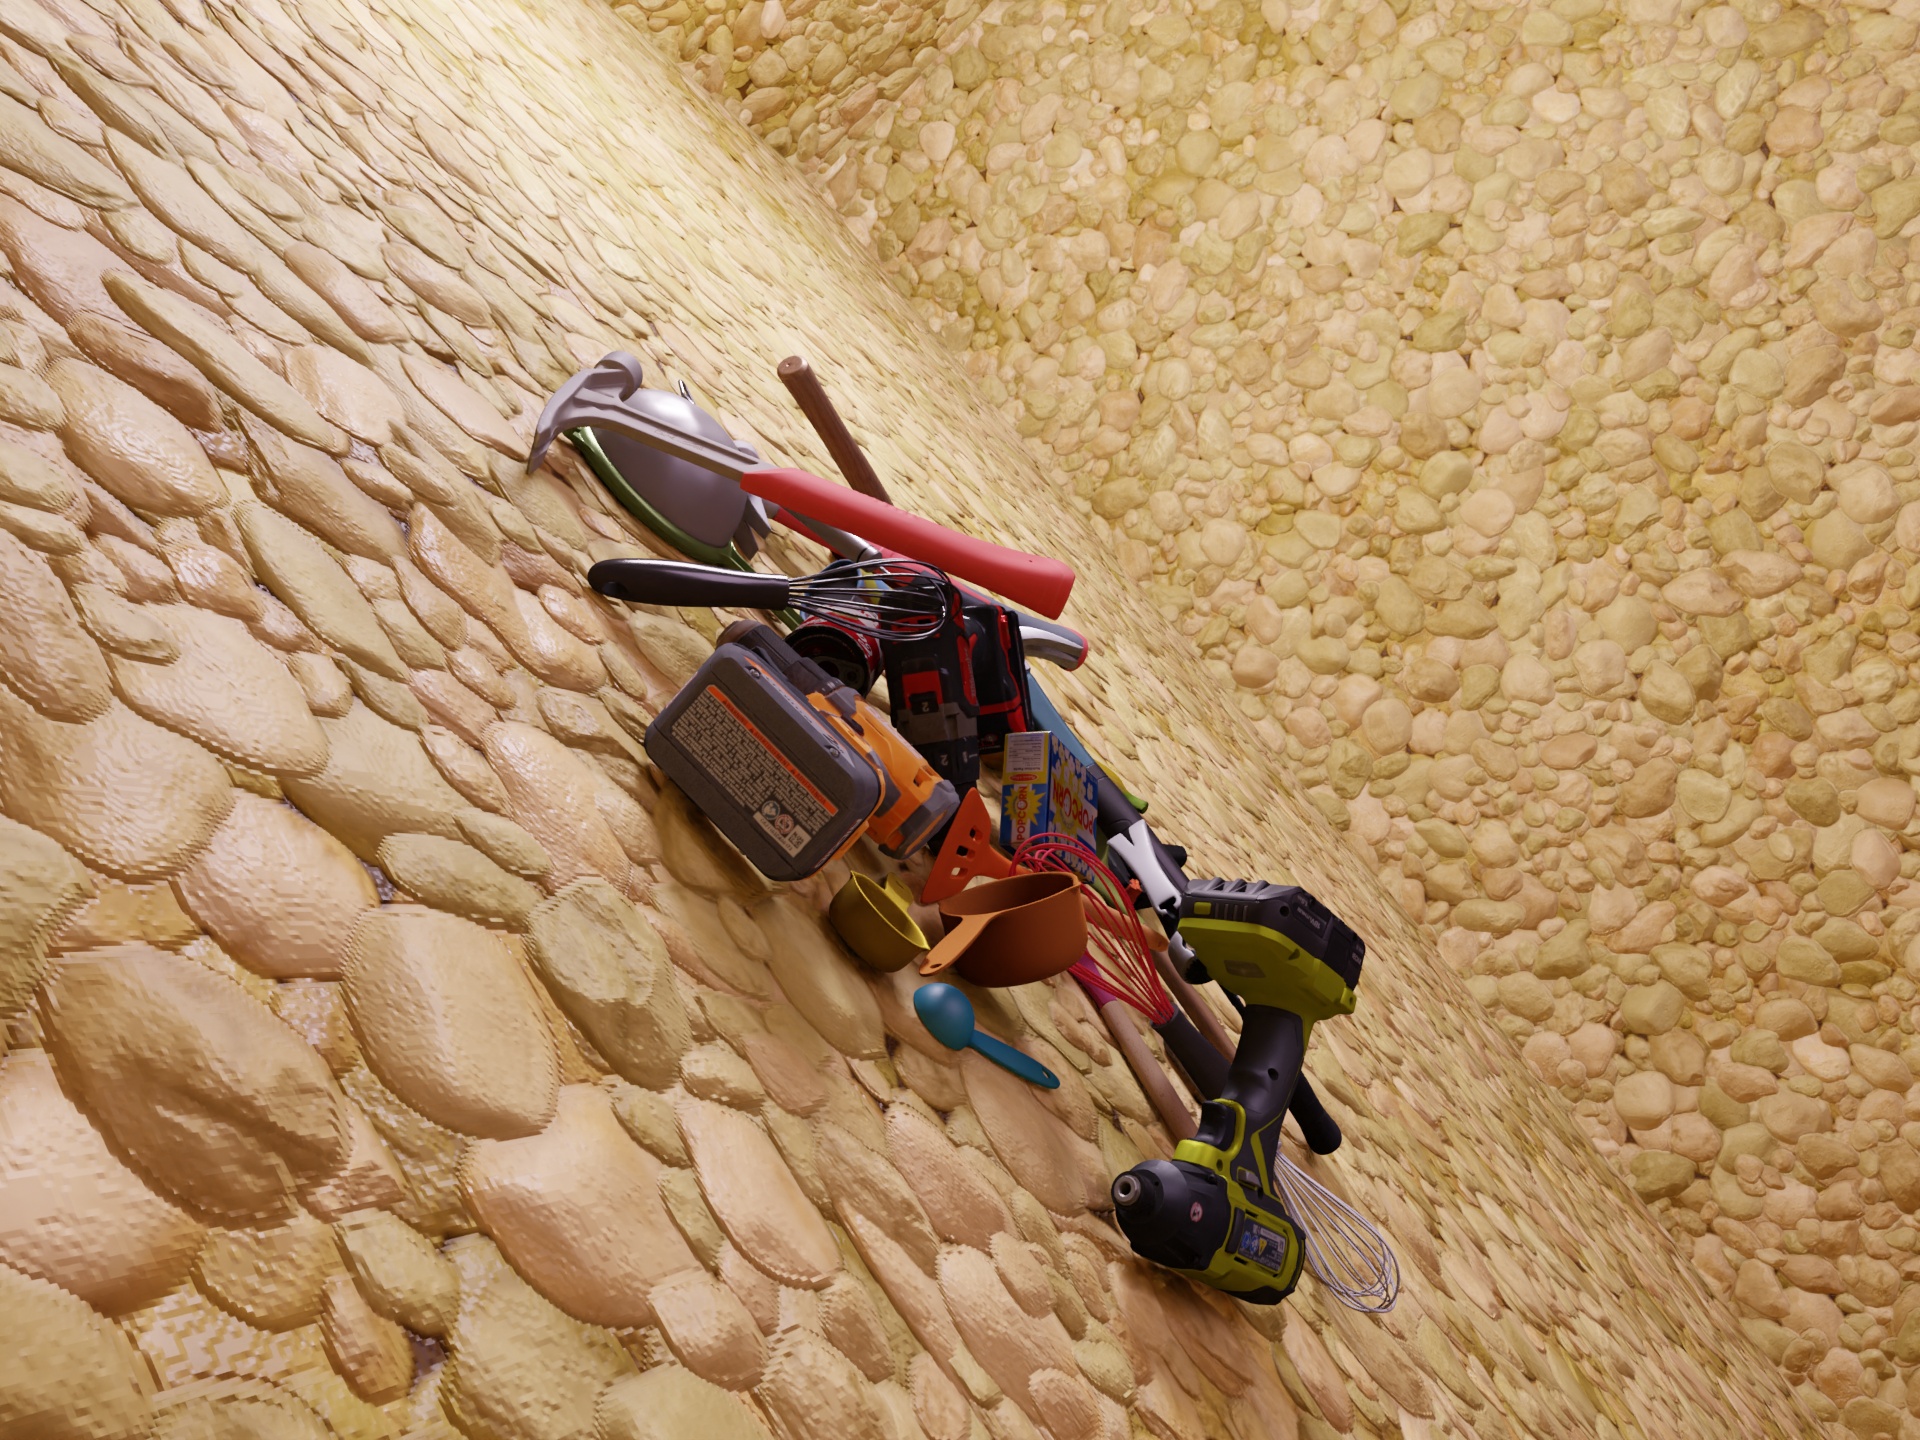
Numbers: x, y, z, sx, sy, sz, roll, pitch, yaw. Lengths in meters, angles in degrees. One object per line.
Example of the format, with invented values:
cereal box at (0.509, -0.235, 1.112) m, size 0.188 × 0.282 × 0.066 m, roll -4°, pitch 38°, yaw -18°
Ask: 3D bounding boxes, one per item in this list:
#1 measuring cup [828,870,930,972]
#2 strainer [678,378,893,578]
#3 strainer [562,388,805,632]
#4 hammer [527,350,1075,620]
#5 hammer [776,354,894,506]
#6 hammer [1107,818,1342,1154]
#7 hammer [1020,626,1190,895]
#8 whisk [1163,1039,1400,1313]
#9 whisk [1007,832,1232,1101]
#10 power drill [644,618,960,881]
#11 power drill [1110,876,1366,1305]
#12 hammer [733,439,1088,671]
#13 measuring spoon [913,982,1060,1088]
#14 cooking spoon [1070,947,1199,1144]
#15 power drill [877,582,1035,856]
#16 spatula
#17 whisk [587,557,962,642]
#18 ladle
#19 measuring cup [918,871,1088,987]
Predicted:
measuring cup at (-0.046, 0.112, 0.927) m, size 0.062 × 0.029 × 0.156 m, roll 45°, pitch 2°, yaw 0°
strainer at (-0.145, -0.178, 1.214) m, size 0.259 × 0.050 × 0.086 m, roll 38°, pitch -3°, yaw 23°
strainer at (-0.166, -0.152, 1.155) m, size 0.256 × 0.069 × 0.151 m, roll 45°, pitch 14°, yaw -7°
hammer at (-0.097, -0.143, 1.051) m, size 0.359 × 0.036 × 0.149 m, roll 22°, pitch 35°, yaw -4°
hammer at (-0.077, -0.200, 1.452) m, size 0.130 × 0.031 × 0.331 m, roll 42°, pitch -10°, yaw 47°
hammer at (0.214, 0.223, 1.191) m, size 0.408 × 0.036 × 0.149 m, roll 54°, pitch 5°, yaw -43°
hammer at (0.106, 0.054, 1.283) m, size 0.331 × 0.128 × 0.033 m, roll 54°, pitch -25°, yaw 22°
whisk at (0.226, 0.317, 1.142) m, size 0.059 × 0.057 × 0.247 m, roll -4°, pitch 46°, yaw -47°
whisk at (0.127, 0.188, 1.082) m, size 0.295 × 0.073 × 0.073 m, roll 50°, pitch 13°, yaw -19°
power drill at (-0.100, 0.007, 0.921) m, size 0.185 × 0.084 × 0.226 m, roll 44°, pitch 9°, yaw 9°
power drill at (0.160, 0.213, 0.931) m, size 0.171 × 0.080 × 0.223 m, roll 38°, pitch 61°, yaw -43°
hammer at (-0.035, -0.116, 1.368) m, size 0.386 × 0.038 × 0.143 m, roll 24°, pitch 26°, yaw -32°
measuring spoon at (0.023, 0.184, 0.925) m, size 0.128 × 0.021 × 0.042 m, roll 36°, pitch 19°, yaw -36°
cooking spoon at (0.118, 0.222, 1.120) m, size 0.068 × 0.017 × 0.319 m, roll 31°, pitch 21°, yaw -49°
power drill at (-0.002, -0.004, 1.165) m, size 0.226 × 0.080 × 0.188 m, roll -15°, pitch 97°, yaw -79°
spatula at (0.071, 0.126, 1.131) m, size 0.041 × 0.081 × 0.322 m, roll 20°, pitch -6°, yaw 42°
whisk at (-0.110, -0.080, 0.985) m, size 0.239 × 0.055 × 0.055 m, roll 3°, pitch 37°, yaw -24°
ladle at (0.168, 0.186, 1.298) m, size 0.078 × 0.062 × 0.320 m, roll -22°, pitch 72°, yaw -46°
measuring cup at (0.019, 0.138, 0.935) m, size 0.173 × 0.095 × 0.052 m, roll -31°, pitch 109°, yaw -64°
